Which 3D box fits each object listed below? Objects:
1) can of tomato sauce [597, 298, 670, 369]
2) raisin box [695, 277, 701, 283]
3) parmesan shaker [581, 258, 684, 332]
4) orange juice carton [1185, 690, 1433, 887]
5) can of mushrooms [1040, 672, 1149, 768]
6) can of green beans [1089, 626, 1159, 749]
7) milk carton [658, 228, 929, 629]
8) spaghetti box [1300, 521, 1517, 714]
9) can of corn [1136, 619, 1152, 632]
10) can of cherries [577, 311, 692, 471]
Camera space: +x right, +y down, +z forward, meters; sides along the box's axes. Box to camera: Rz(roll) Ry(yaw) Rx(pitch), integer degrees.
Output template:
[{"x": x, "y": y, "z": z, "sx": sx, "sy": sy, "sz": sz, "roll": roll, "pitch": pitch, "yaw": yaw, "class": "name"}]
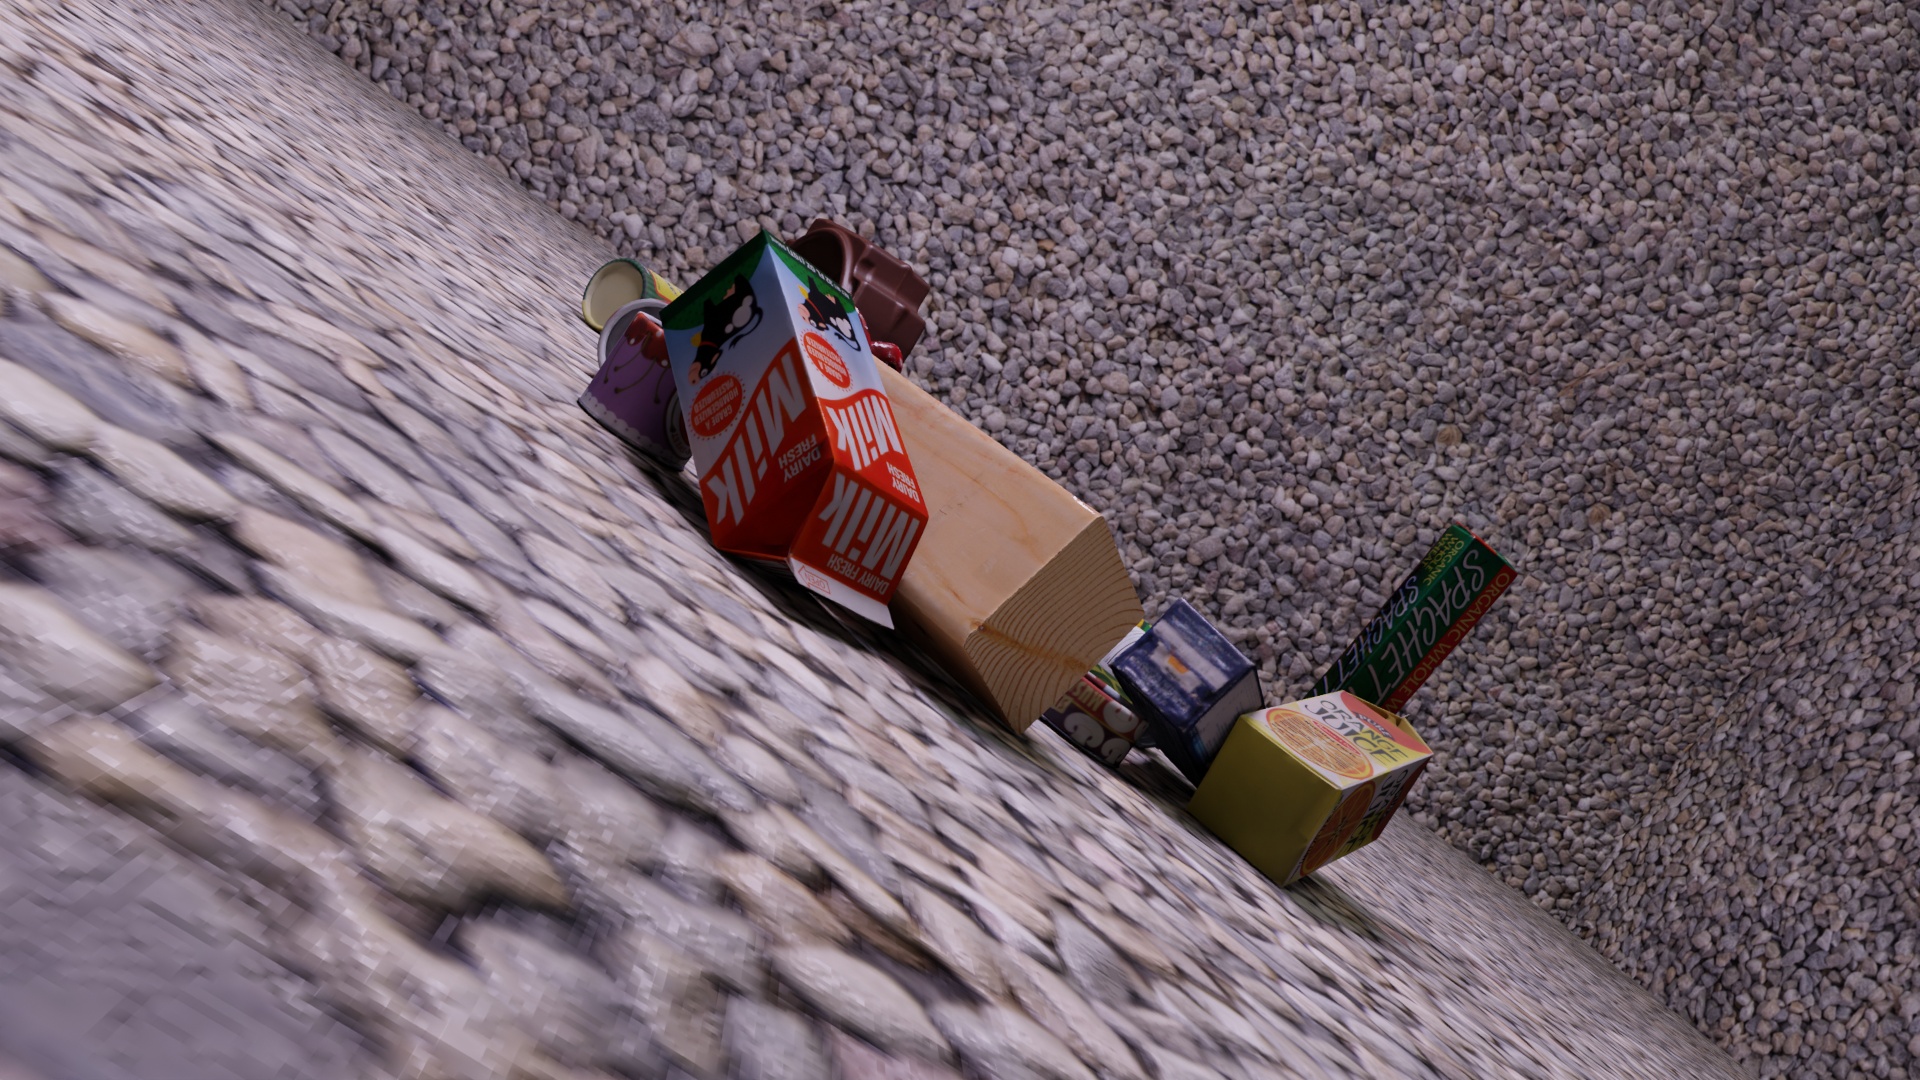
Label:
[{"x": -0.187, "y": -0.119, "z": 0.885, "sx": 0.071, "sy": 0.071, "sz": 0.083, "roll": 36, "pitch": 4, "yaw": 0, "class": "can of tomato sauce"}, {"x": -0.155, "y": -0.112, "z": 0.975, "sx": 0.123, "sy": 0.086, "sz": 0.040, "roll": 36, "pitch": -2, "yaw": 2, "class": "raisin box"}, {"x": -0.256, "y": -0.185, "z": 1.162, "sx": 0.071, "sy": 0.071, "sz": 0.103, "roll": 37, "pitch": 4, "yaw": 28, "class": "parmesan shaker"}, {"x": 0.227, "y": 0.145, "z": 0.859, "sx": 0.073, "sy": 0.071, "sz": 0.193, "roll": 37, "pitch": 22, "yaw": 31, "class": "orange juice carton"}, {"x": 0.071, "y": 0.096, "z": 0.789, "sx": 0.071, "sy": 0.033, "sz": 0.071, "roll": 36, "pitch": 4, "yaw": -2, "class": "can of mushrooms"}, {"x": 0.122, "y": 0.100, "z": 0.959, "sx": 0.071, "sy": 0.071, "sz": 0.058, "roll": 33, "pitch": 4, "yaw": -45, "class": "can of green beans"}, {"x": -0.075, "y": -0.046, "z": 0.645, "sx": 0.072, "sy": 0.073, "sz": 0.191, "roll": 31, "pitch": 31, "yaw": -50, "class": "milk carton"}, {"x": 0.274, "y": 0.098, "z": 0.938, "sx": 0.050, "sy": 0.249, "sz": 0.029, "roll": 35, "pitch": 10, "yaw": -22, "class": "spaghetti box"}, {"x": 0.142, "y": 0.095, "z": 1.206, "sx": 0.058, "sy": 0.071, "sz": 0.071, "roll": 35, "pitch": 3, "yaw": 5, "class": "can of corn"}, {"x": -0.156, "y": -0.078, "z": 0.734, "sx": 0.071, "sy": 0.058, "sz": 0.071, "roll": 35, "pitch": 3, "yaw": -2, "class": "can of cherries"}]
